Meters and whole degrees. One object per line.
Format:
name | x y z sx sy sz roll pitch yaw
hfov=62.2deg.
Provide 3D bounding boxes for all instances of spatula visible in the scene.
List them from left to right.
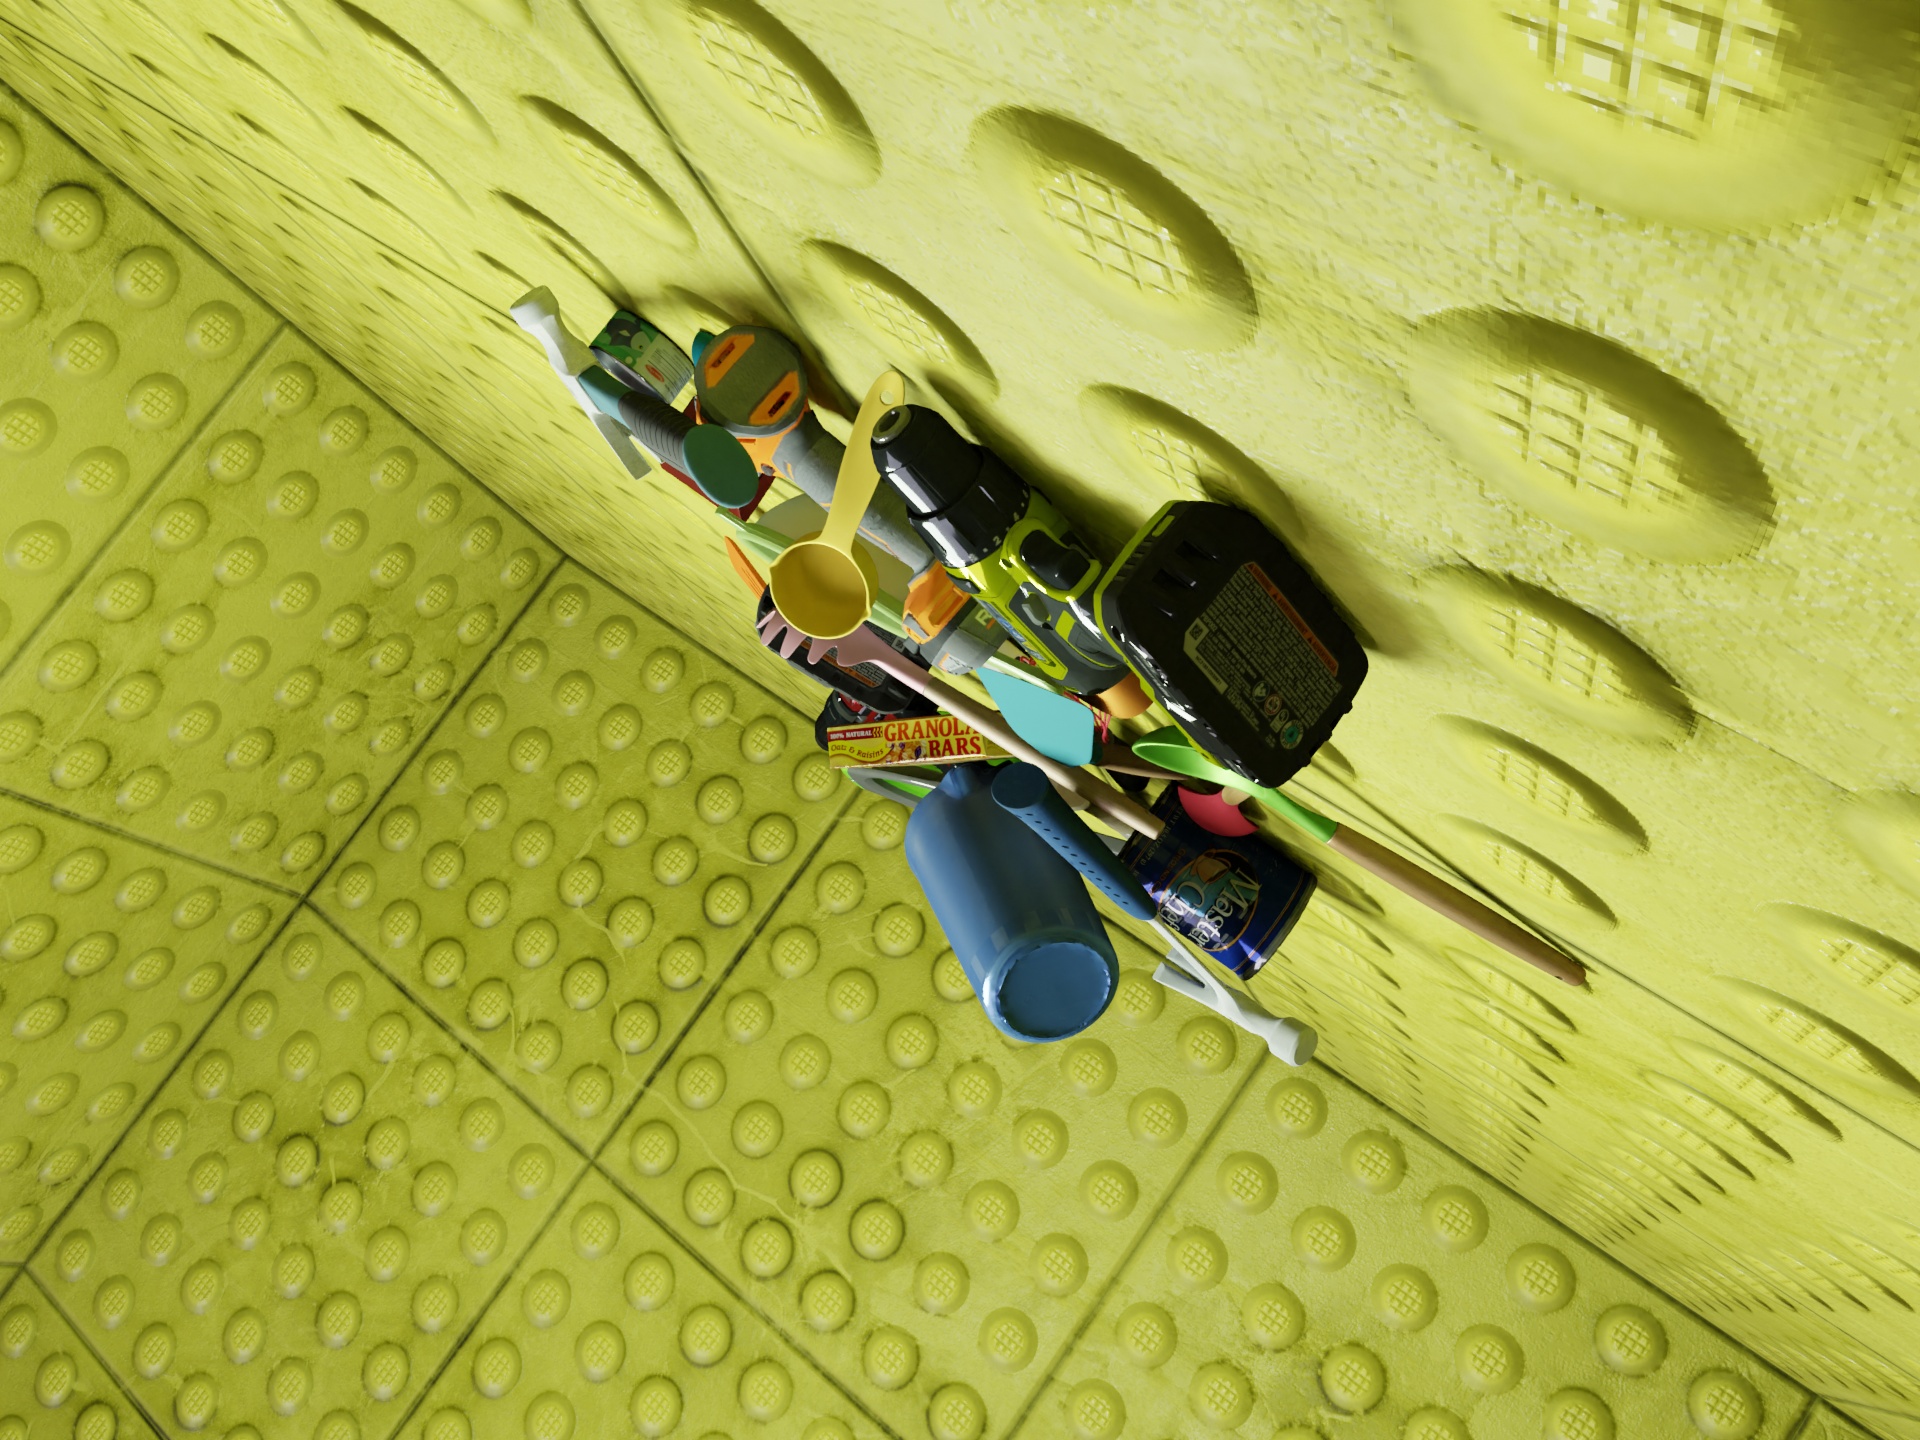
spatula | -0.079 -0.066 1.419 0.322 0.041 0.081 27 165 6
spatula | 0.104 0.014 1.067 0.082 0.044 0.317 21 -176 27

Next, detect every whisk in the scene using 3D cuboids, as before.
whisk | 0.099 0.009 1.185 0.073 0.073 0.295 32 178 26

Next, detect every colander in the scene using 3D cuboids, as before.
colander | 0.077 0.070 1.662 0.397 0.094 0.204 16 169 13

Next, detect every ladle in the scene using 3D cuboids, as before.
ladle | 0.194 0.048 1.101 0.069 0.031 0.315 27 171 6

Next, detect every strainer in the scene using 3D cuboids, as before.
strainer | -0.028 -0.094 1.054 0.256 0.069 0.151 26 176 24

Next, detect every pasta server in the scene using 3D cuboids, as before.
pasta server | -0.002 -0.003 1.078 0.316 0.040 0.060 32 -150 14

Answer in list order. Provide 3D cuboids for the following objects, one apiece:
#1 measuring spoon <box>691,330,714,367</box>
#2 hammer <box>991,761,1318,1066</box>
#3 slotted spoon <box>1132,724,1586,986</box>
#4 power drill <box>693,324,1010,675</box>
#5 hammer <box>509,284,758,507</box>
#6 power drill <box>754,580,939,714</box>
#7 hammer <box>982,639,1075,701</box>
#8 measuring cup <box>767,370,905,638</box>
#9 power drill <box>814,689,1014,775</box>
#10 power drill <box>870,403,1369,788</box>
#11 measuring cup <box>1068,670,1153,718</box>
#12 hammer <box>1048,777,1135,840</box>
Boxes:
measuring spoon | -0.133 -0.200 1.013 0.042 0.021 0.128 31 171 35
hammer | 0.131 0.139 1.150 0.144 0.035 0.405 28 168 43
slotted spoon | 0.247 0.081 0.970 0.313 0.031 0.070 30 166 -4
power drill | -0.061 -0.127 0.936 0.226 0.084 0.164 41 173 -5
hammer | -0.186 -0.178 0.928 0.128 0.033 0.331 56 170 -31
power drill | -0.085 -0.058 1.282 0.171 0.080 0.223 31 178 -3
hammer | -0.035 -0.079 1.334 0.129 0.031 0.332 40 172 -35
measuring cup | -0.055 -0.115 0.834 0.062 0.156 0.029 25 -150 4
power drill | -0.043 0.036 1.517 0.227 0.080 0.187 50 140 7
power drill | 0.063 -0.066 0.749 0.190 0.080 0.229 43 172 -34
measuring cup | 0.102 -0.019 0.961 0.095 0.052 0.173 29 169 44
hammer | 0.107 0.064 1.384 0.146 0.038 0.410 35 -179 16
